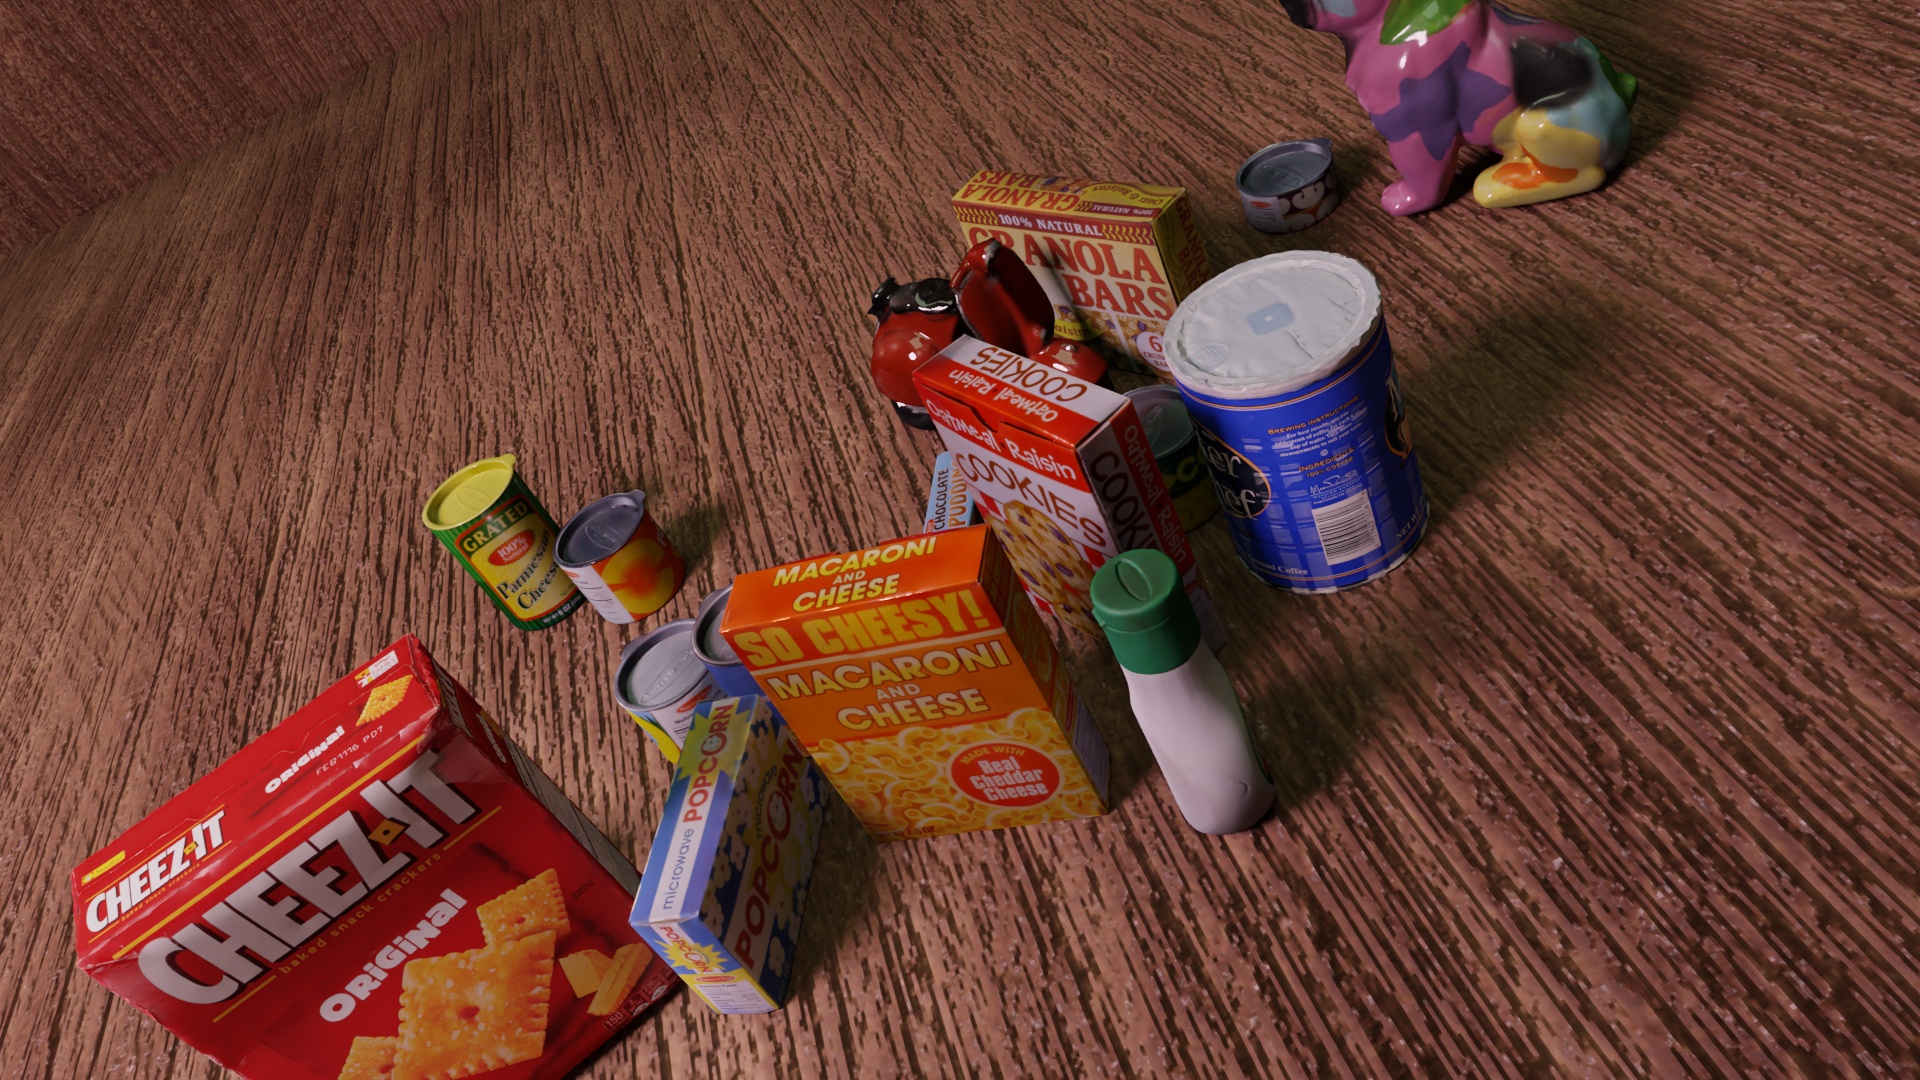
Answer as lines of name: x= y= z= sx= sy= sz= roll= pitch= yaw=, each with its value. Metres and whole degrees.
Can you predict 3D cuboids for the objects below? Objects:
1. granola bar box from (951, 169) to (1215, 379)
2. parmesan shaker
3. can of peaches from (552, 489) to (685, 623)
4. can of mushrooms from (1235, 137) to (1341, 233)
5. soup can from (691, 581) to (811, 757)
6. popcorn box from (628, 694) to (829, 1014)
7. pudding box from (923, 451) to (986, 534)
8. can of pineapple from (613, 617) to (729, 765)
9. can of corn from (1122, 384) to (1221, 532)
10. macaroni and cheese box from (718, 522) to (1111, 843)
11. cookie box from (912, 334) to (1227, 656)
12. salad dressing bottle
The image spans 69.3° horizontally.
granola bar box: x=0.082 y=-0.167 z=0.876 sx=0.165 sy=0.123 sz=0.039 roll=19 pitch=58 yaw=43
parmesan shaker: x=-0.297 y=0.002 z=0.928 sx=0.071 sy=0.102 sz=0.072 roll=-16 pitch=40 yaw=14
can of peaches: x=-0.221 y=0.011 z=0.910 sx=0.071 sy=0.057 sz=0.071 roll=-16 pitch=40 yaw=14
can of mushrooms: x=0.226 y=-0.243 z=0.948 sx=0.071 sy=0.033 sz=0.071 roll=-16 pitch=40 yaw=14
soup can: x=-0.098 y=0.067 z=0.754 sx=0.071 sy=0.083 sz=0.072 roll=-16 pitch=40 yaw=14
popcorn box: x=-0.107 y=0.149 z=0.667 sx=0.038 sy=0.085 sz=0.127 roll=-12 pitch=41 yaw=19
pudding box: x=0.003 y=-0.010 z=0.808 sx=0.030 sy=0.049 sz=0.084 roll=-12 pitch=41 yaw=20
can of pineapple: x=-0.153 y=0.086 z=0.786 sx=0.071 sy=0.057 sz=0.071 roll=-16 pitch=40 yaw=14
can of corn: x=0.112 y=-0.044 z=0.774 sx=0.071 sy=0.058 sz=0.071 roll=-16 pitch=40 yaw=14
macaroni and cheese box: x=-0.015 y=0.071 z=0.635 sx=0.123 sy=0.165 sz=0.040 roll=-12 pitch=41 yaw=20
cookie box: x=0.054 y=-0.014 z=0.688 sx=0.040 sy=0.166 sz=0.123 roll=-42 pitch=41 yaw=-17
salad dressing bottle: x=0.095 y=0.066 z=0.590 sx=0.044 sy=0.147 sz=0.064 roll=-28 pitch=38 yaw=0
